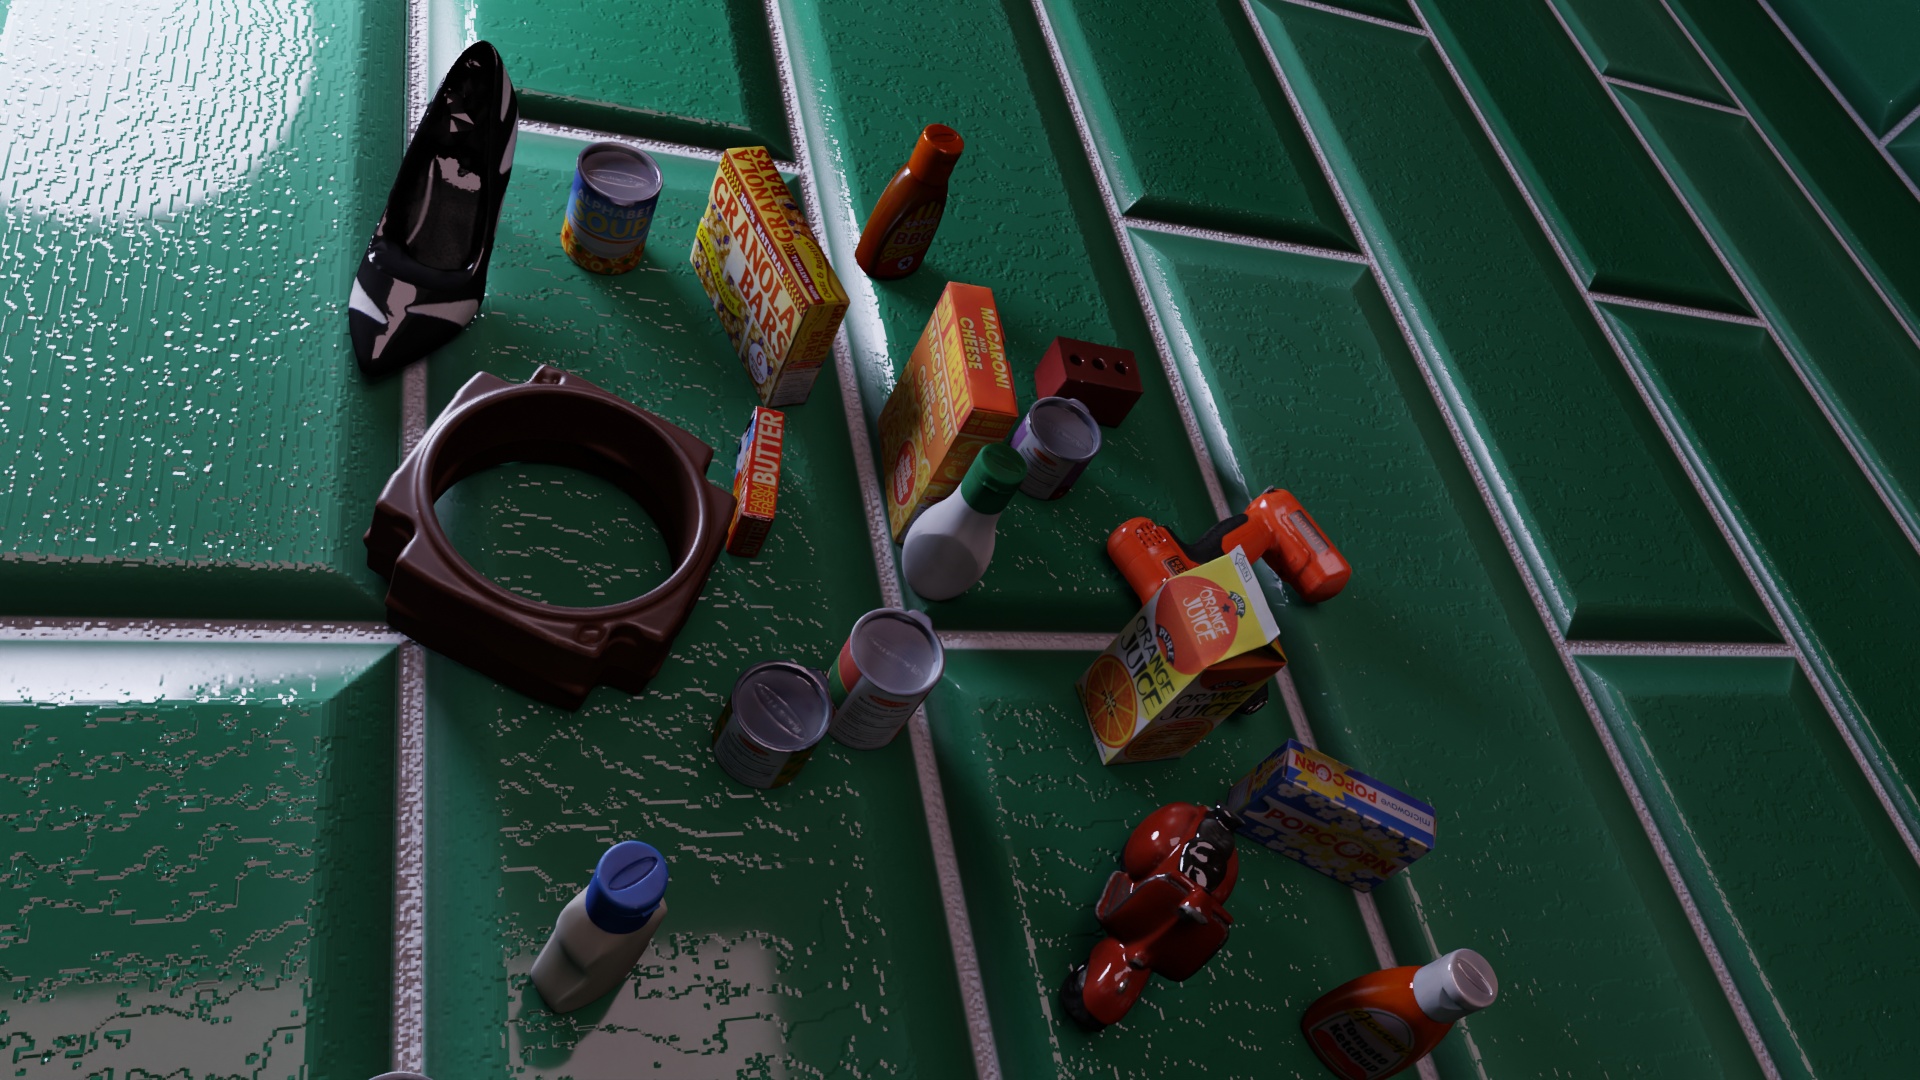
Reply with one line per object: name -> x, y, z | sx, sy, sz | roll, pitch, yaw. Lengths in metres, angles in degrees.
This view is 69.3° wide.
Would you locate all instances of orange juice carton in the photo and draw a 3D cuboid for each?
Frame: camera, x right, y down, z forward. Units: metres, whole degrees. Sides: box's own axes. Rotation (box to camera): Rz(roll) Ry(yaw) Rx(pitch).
orange juice carton -> 0.162, 0.084, 0.984 | 0.073, 0.191, 0.072 | -1, 57, -27

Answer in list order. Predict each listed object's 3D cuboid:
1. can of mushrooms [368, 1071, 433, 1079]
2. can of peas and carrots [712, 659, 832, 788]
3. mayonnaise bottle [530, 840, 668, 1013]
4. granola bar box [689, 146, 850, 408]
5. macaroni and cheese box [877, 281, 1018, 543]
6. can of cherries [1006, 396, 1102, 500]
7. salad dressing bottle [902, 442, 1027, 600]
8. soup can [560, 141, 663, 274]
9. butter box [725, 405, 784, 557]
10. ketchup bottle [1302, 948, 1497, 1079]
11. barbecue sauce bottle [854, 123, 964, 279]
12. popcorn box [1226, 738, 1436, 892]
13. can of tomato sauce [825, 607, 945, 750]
can of mushrooms -> -0.285, 0.306, 0.702 | 0.071, 0.033, 0.071 | 13, 51, -17
can of peas and carrots -> -0.122, 0.119, 0.907 | 0.071, 0.058, 0.071 | 13, 51, -17
mayonnaise bottle -> -0.190, 0.206, 0.747 | 0.065, 0.147, 0.041 | -29, 72, -39
granola bar box -> -0.154, -0.206, 1.093 | 0.039, 0.123, 0.166 | -13, 62, -33
macaroni and cheese box -> -0.013, -0.093, 1.049 | 0.040, 0.165, 0.124 | 6, 54, -23
can of cherries -> 0.077, -0.077, 1.153 | 0.071, 0.058, 0.072 | 13, 51, -17
salad dressing bottle -> 0.004, -0.013, 1.009 | 0.064, 0.146, 0.044 | 29, 48, -4
soup can -> -0.277, -0.260, 1.100 | 0.071, 0.083, 0.072 | 13, 51, -17
butter box -> -0.150, -0.043, 1.019 | 0.024, 0.052, 0.104 | 13, 51, -17
ketchup bottle -> 0.288, 0.308, 0.907 | 0.065, 0.148, 0.044 | 46, 49, 11
barbecue sauce bottle -> -0.041, -0.291, 1.196 | 0.065, 0.147, 0.044 | -17, 65, -35
popcorn box -> 0.270, 0.203, 1.019 | 0.127, 0.084, 0.038 | 26, 48, -6
can of tomato sauce -> -0.055, 0.093, 0.943 | 0.071, 0.082, 0.071 | 13, 51, -17
